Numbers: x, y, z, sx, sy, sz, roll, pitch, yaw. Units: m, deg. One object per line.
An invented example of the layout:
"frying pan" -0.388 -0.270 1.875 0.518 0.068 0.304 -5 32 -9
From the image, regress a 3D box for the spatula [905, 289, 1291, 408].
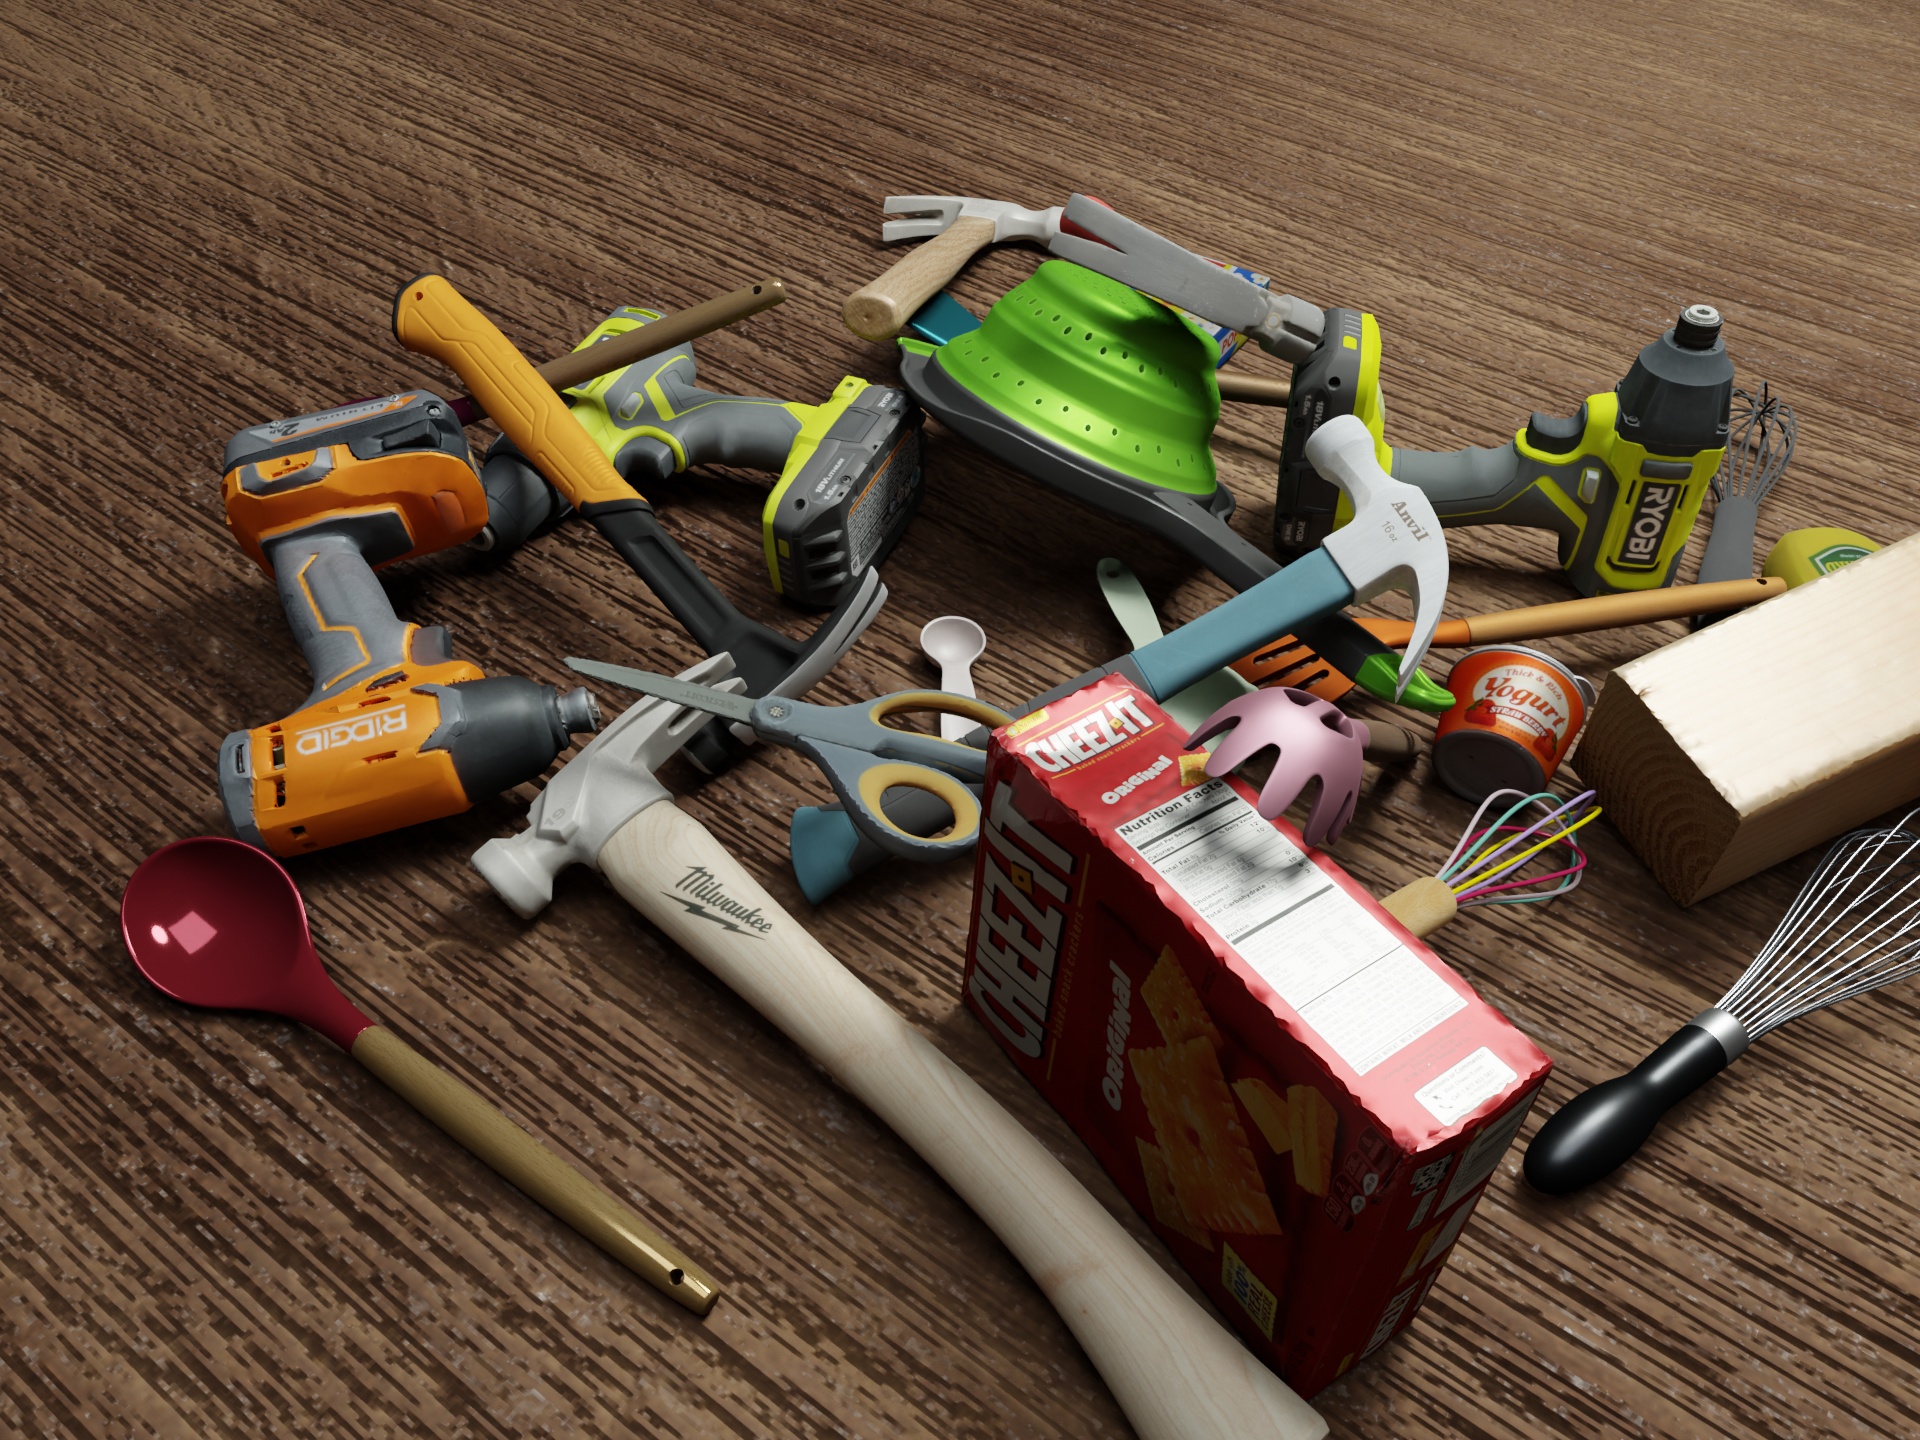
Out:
"spatula" 0.102 -0.228 0.991 0.317 0.044 0.082 13 27 19

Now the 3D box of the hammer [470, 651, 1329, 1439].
"hammer" -0.022 0.129 0.626 0.146 0.038 0.411 -44 61 -15

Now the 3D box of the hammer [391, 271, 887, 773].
"hammer" -0.185 -0.129 0.822 0.127 0.034 0.337 -43 69 -3

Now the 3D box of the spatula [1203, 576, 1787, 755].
"spatula" 0.283 -0.042 0.833 0.322 0.041 0.081 -8 44 -10

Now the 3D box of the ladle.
"ladle" -0.218 0.140 0.632 0.315 0.031 0.069 29 72 21

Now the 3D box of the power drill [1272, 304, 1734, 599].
"power drill" 0.290 -0.151 0.862 0.223 0.171 0.080 7 43 8

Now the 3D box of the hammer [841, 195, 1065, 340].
"hammer" -0.017 -0.302 1.040 0.130 0.031 0.331 10 29 10

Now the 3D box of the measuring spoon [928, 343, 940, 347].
"measuring spoon" 0.019 -0.214 1.014 0.129 0.021 0.042 25 48 21

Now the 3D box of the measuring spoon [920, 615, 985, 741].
"measuring spoon" -0.001 -0.003 0.805 0.034 0.018 0.124 -1 51 -5

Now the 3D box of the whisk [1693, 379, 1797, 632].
"whisk" 0.455 -0.123 0.929 0.055 0.055 0.239 19 50 15

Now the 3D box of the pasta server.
"pasta server" 0.161 0.014 0.657 0.060 0.040 0.316 40 13 19

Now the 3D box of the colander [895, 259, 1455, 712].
"colander" 0.122 -0.145 0.831 0.204 0.094 0.398 4 31 -44

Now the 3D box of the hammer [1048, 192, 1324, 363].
"hammer" 0.097 -0.286 0.956 0.149 0.036 0.359 20 19 -15

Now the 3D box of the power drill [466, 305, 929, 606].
"power drill" -0.151 -0.143 0.894 0.228 0.080 0.191 17 51 17

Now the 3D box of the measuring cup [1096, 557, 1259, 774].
"measuring cup" 0.096 -0.024 0.813 0.083 0.038 0.168 -9 41 -7

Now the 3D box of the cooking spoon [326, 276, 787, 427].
"cooking spoon" -0.245 -0.182 0.880 0.319 0.017 0.069 -20 64 6

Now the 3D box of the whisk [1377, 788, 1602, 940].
"whisk" 0.208 0.073 0.673 0.047 0.051 0.245 12 20 42

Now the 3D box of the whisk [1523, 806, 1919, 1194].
"whisk" 0.339 0.119 0.670 0.284 0.070 0.070 -28 52 -22

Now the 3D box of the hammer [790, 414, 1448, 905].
"hammer" 0.070 -0.013 0.720 0.331 0.033 0.128 -28 65 -1

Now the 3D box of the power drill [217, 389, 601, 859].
"power drill" -0.267 -0.050 0.763 0.164 0.084 0.227 -14 58 -7
